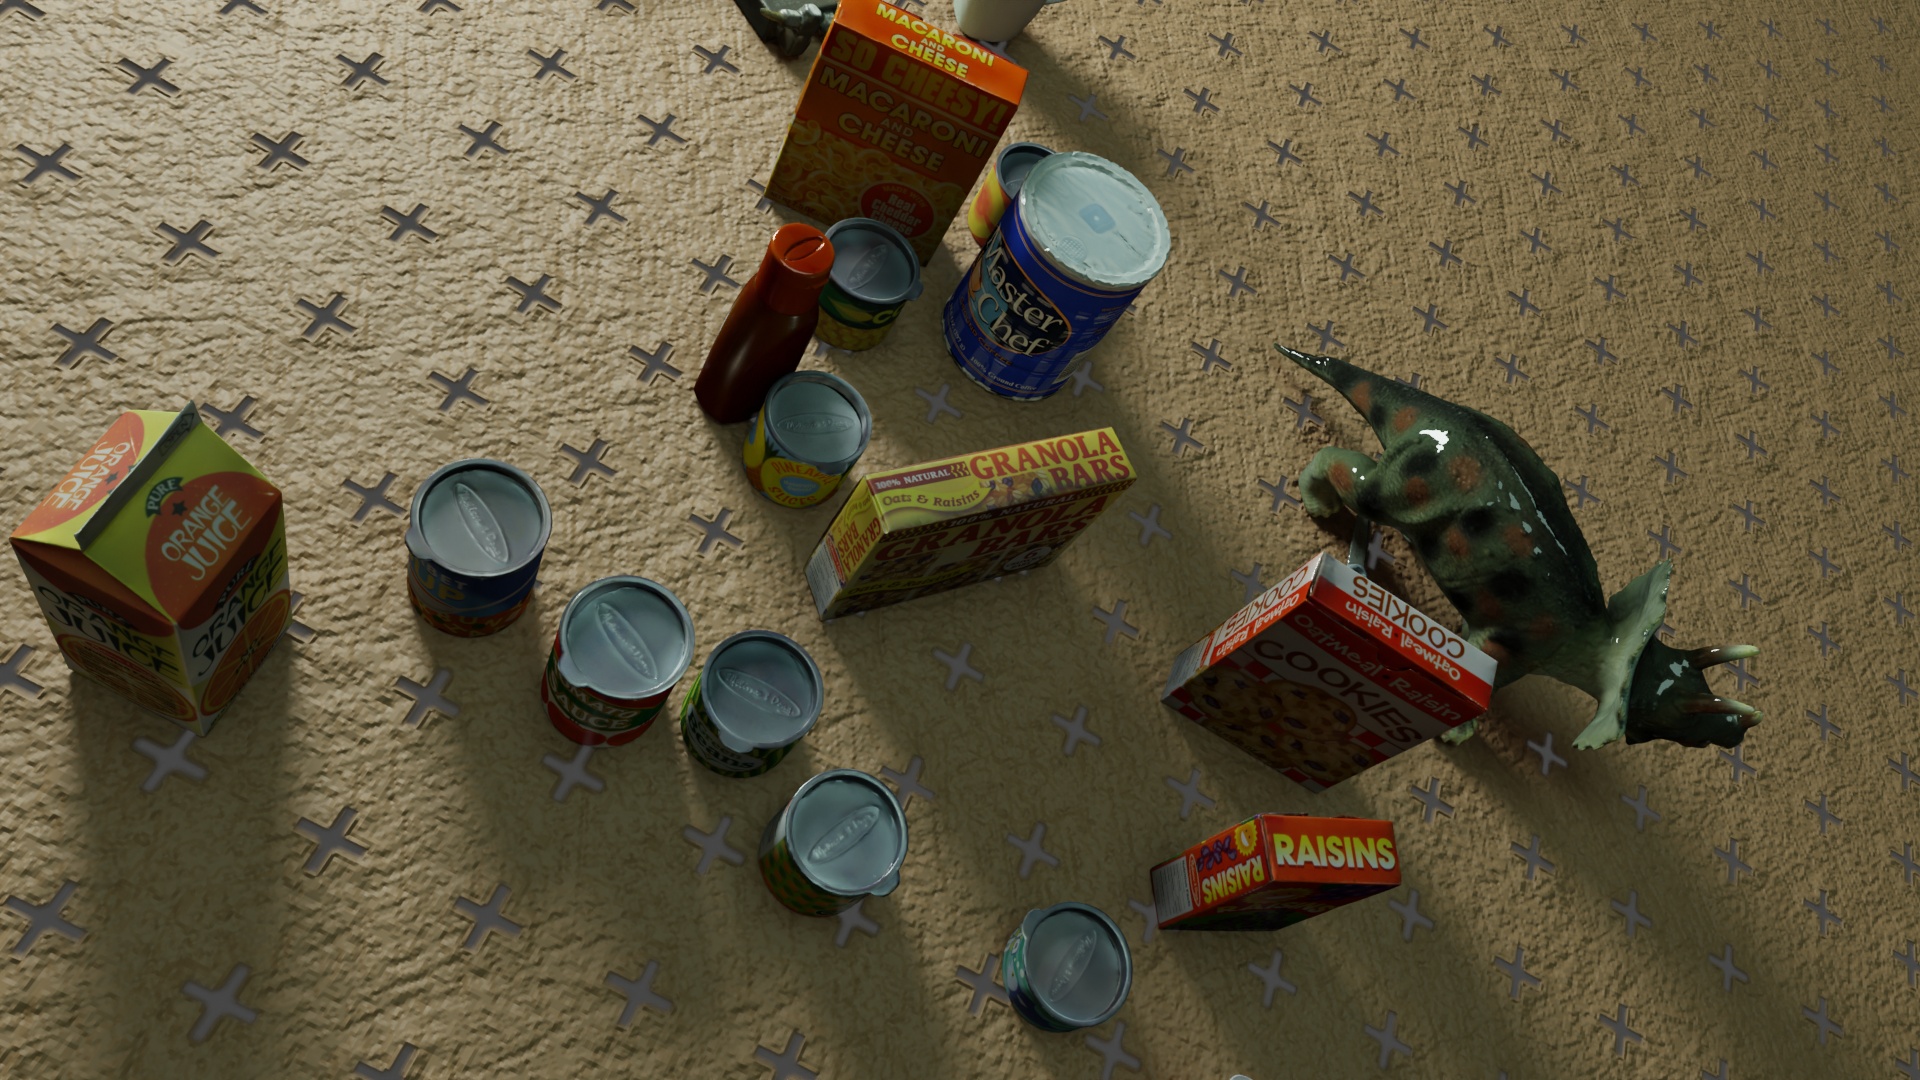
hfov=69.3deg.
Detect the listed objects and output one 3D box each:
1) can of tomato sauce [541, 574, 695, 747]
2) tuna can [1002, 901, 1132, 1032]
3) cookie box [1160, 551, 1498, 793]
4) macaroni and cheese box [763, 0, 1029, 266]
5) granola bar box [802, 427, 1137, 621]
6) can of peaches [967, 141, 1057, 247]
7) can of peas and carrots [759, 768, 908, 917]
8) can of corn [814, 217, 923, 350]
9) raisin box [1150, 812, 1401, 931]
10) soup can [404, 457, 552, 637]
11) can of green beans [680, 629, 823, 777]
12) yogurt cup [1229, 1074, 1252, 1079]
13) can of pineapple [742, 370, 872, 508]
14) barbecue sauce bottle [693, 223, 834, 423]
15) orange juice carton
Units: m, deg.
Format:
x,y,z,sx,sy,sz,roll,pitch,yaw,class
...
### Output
x,y,z,sx,sy,sz,roll,pitch,yaw,class
-0.180,0.066,0.719,0.071,0.082,0.071,10,61,-19,can of tomato sauce
0.056,0.234,0.766,0.071,0.032,0.071,10,61,-19,tuna can
0.215,0.085,0.833,0.123,0.166,0.040,31,56,-6,cookie box
-0.046,-0.263,0.900,0.124,0.165,0.040,21,58,-13,macaroni and cheese box
0.003,-0.010,0.815,0.166,0.123,0.039,-13,71,-29,granola bar box
0.046,-0.238,0.993,0.071,0.057,0.071,10,61,-19,can of peaches
-0.066,0.162,0.733,0.071,0.058,0.071,10,61,-19,can of peas and carrots
-0.065,-0.164,0.905,0.071,0.058,0.071,10,61,-19,can of corn
0.176,0.190,0.787,0.086,0.122,0.040,7,62,-20,raisin box
-0.253,0.006,0.717,0.071,0.083,0.071,10,61,-19,soup can
-0.114,0.089,0.751,0.071,0.057,0.071,10,61,-19,can of green beans
0.132,0.326,0.738,0.072,0.053,0.073,10,61,-19,yogurt cup
-0.093,-0.059,0.838,0.071,0.057,0.071,10,61,-19,can of pineapple
-0.111,-0.126,0.810,0.065,0.148,0.044,-36,82,-33,barbecue sauce bottle
-0.348,0.012,0.607,0.073,0.191,0.072,29,57,-8,orange juice carton
